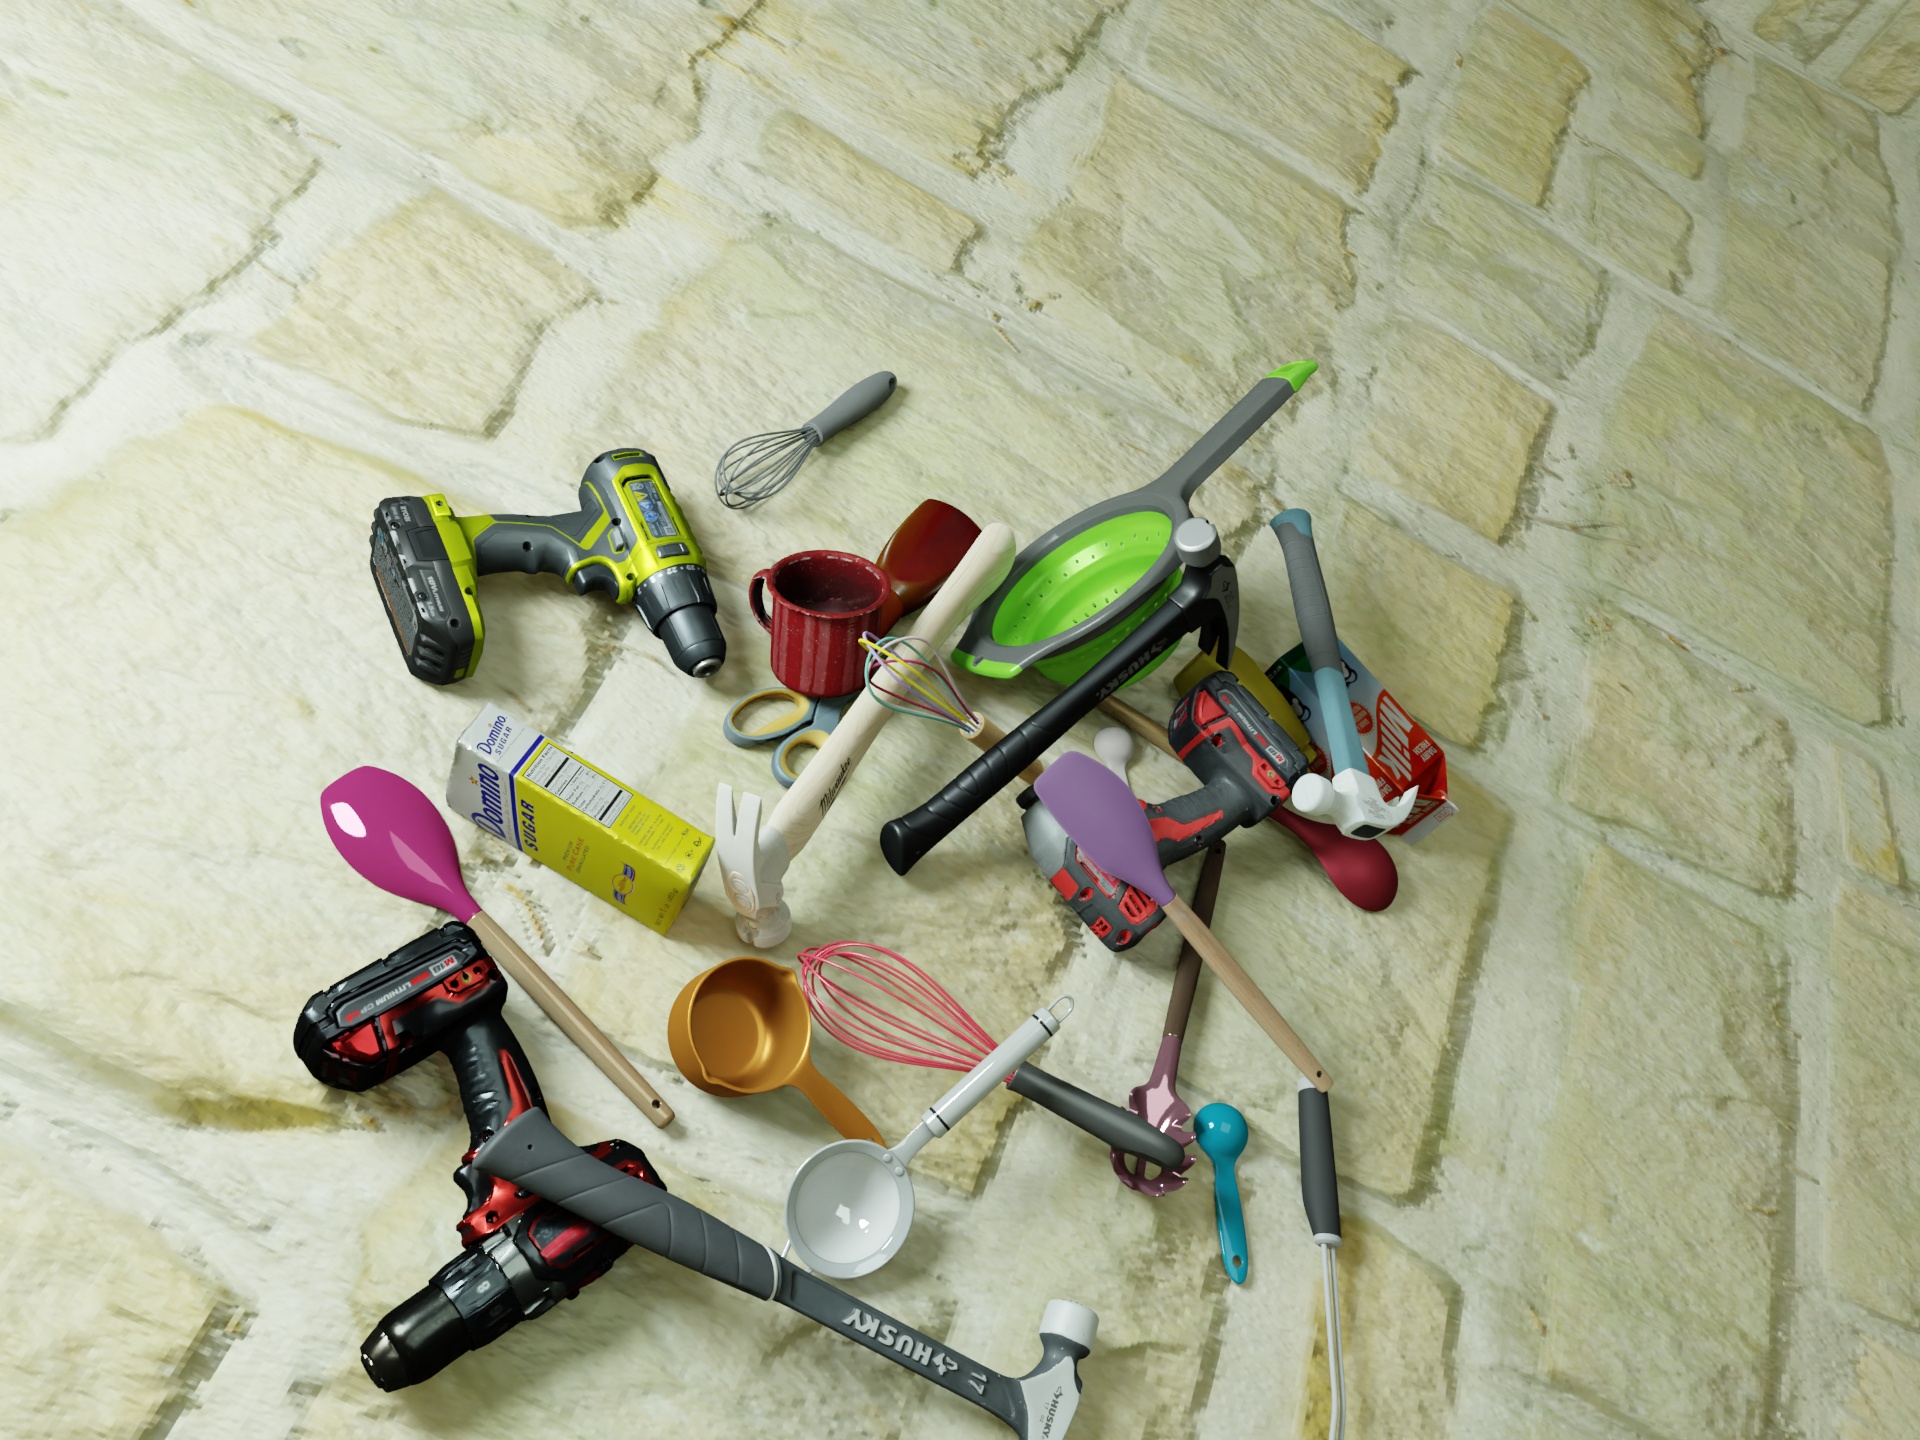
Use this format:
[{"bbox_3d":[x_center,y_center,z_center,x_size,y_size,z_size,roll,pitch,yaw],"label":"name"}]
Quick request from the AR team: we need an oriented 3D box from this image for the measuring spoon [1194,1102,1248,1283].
[{"bbox_3d":[0.194,0.332,1.130,0.042,0.021,0.129,9,56,-18],"label":"measuring spoon"}]

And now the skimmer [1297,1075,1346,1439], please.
[{"bbox_3d":[0.281,0.410,1.078,0.127,0.090,0.364,39,41,-39],"label":"skimmer"}]

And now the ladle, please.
[{"bbox_3d":[0.234,0.057,1.319,0.315,0.031,0.069,33,53,1],"label":"ladle"}]

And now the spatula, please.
[{"bbox_3d":[0.171,0.150,1.166,0.060,0.018,0.316,-41,93,-17],"label":"spatula"}]

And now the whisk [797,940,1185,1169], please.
[{"bbox_3d":[0.019,0.230,1.077,0.296,0.073,0.073,28,53,1],"label":"whisk"}]

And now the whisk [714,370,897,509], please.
[{"bbox_3d":[-0.126,-0.244,1.339,0.055,0.055,0.239,41,49,5],"label":"whisk"}]

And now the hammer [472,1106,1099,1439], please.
[{"bbox_3d":[-0.101,0.342,0.943,0.408,0.036,0.149,33,56,-16],"label":"hammer"}]

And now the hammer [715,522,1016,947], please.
[{"bbox_3d":[-0.057,-0.026,1.175,0.038,0.146,0.411,18,48,19],"label":"hammer"}]

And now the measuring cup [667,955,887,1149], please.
[{"bbox_3d":[-0.119,0.232,1.046,0.173,0.052,0.095,47,53,-12],"label":"measuring cup"}]

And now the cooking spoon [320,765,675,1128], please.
[{"bbox_3d":[-0.299,0.147,1.035,0.319,0.017,0.069,44,54,8],"label":"cooking spoon"}]

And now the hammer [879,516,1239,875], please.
[{"bbox_3d":[0.076,-0.001,1.180,0.335,0.146,0.035,-40,54,-7],"label":"hammer"}]

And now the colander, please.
[{"bbox_3d":[0.172,-0.143,1.306,0.397,0.205,0.094,-44,116,-14],"label":"colander"}]

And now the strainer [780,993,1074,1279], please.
[{"bbox_3d":[-0.022,0.266,1.026,0.258,0.050,0.087,-40,101,-12],"label":"strainer"}]

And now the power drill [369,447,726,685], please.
[{"bbox_3d":[-0.292,-0.100,1.158,0.228,0.080,0.191,-14,66,-33],"label":"power drill"}]

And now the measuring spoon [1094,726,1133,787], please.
[{"bbox_3d":[0.132,0.058,1.277,0.034,0.018,0.124,6,59,-20],"label":"measuring spoon"}]

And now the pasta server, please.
[{"bbox_3d":[0.166,0.212,1.185,0.060,0.040,0.316,19,52,2],"label":"pasta server"}]

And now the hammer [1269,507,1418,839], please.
[{"bbox_3d":[0.298,-0.048,1.300,0.128,0.033,0.331,23,46,-31],"label":"hammer"}]

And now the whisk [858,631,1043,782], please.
[{"bbox_3d":[-0.001,-0.003,1.162,0.244,0.047,0.051,37,53,-51],"label":"whisk"}]

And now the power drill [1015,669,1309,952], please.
[{"bbox_3d":[0.152,0.064,1.235,0.220,0.078,0.143,-37,81,-25],"label":"power drill"}]

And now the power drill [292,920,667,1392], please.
[{"bbox_3d":[-0.303,0.254,0.934,0.188,0.080,0.227,-31,79,-35],"label":"power drill"}]
